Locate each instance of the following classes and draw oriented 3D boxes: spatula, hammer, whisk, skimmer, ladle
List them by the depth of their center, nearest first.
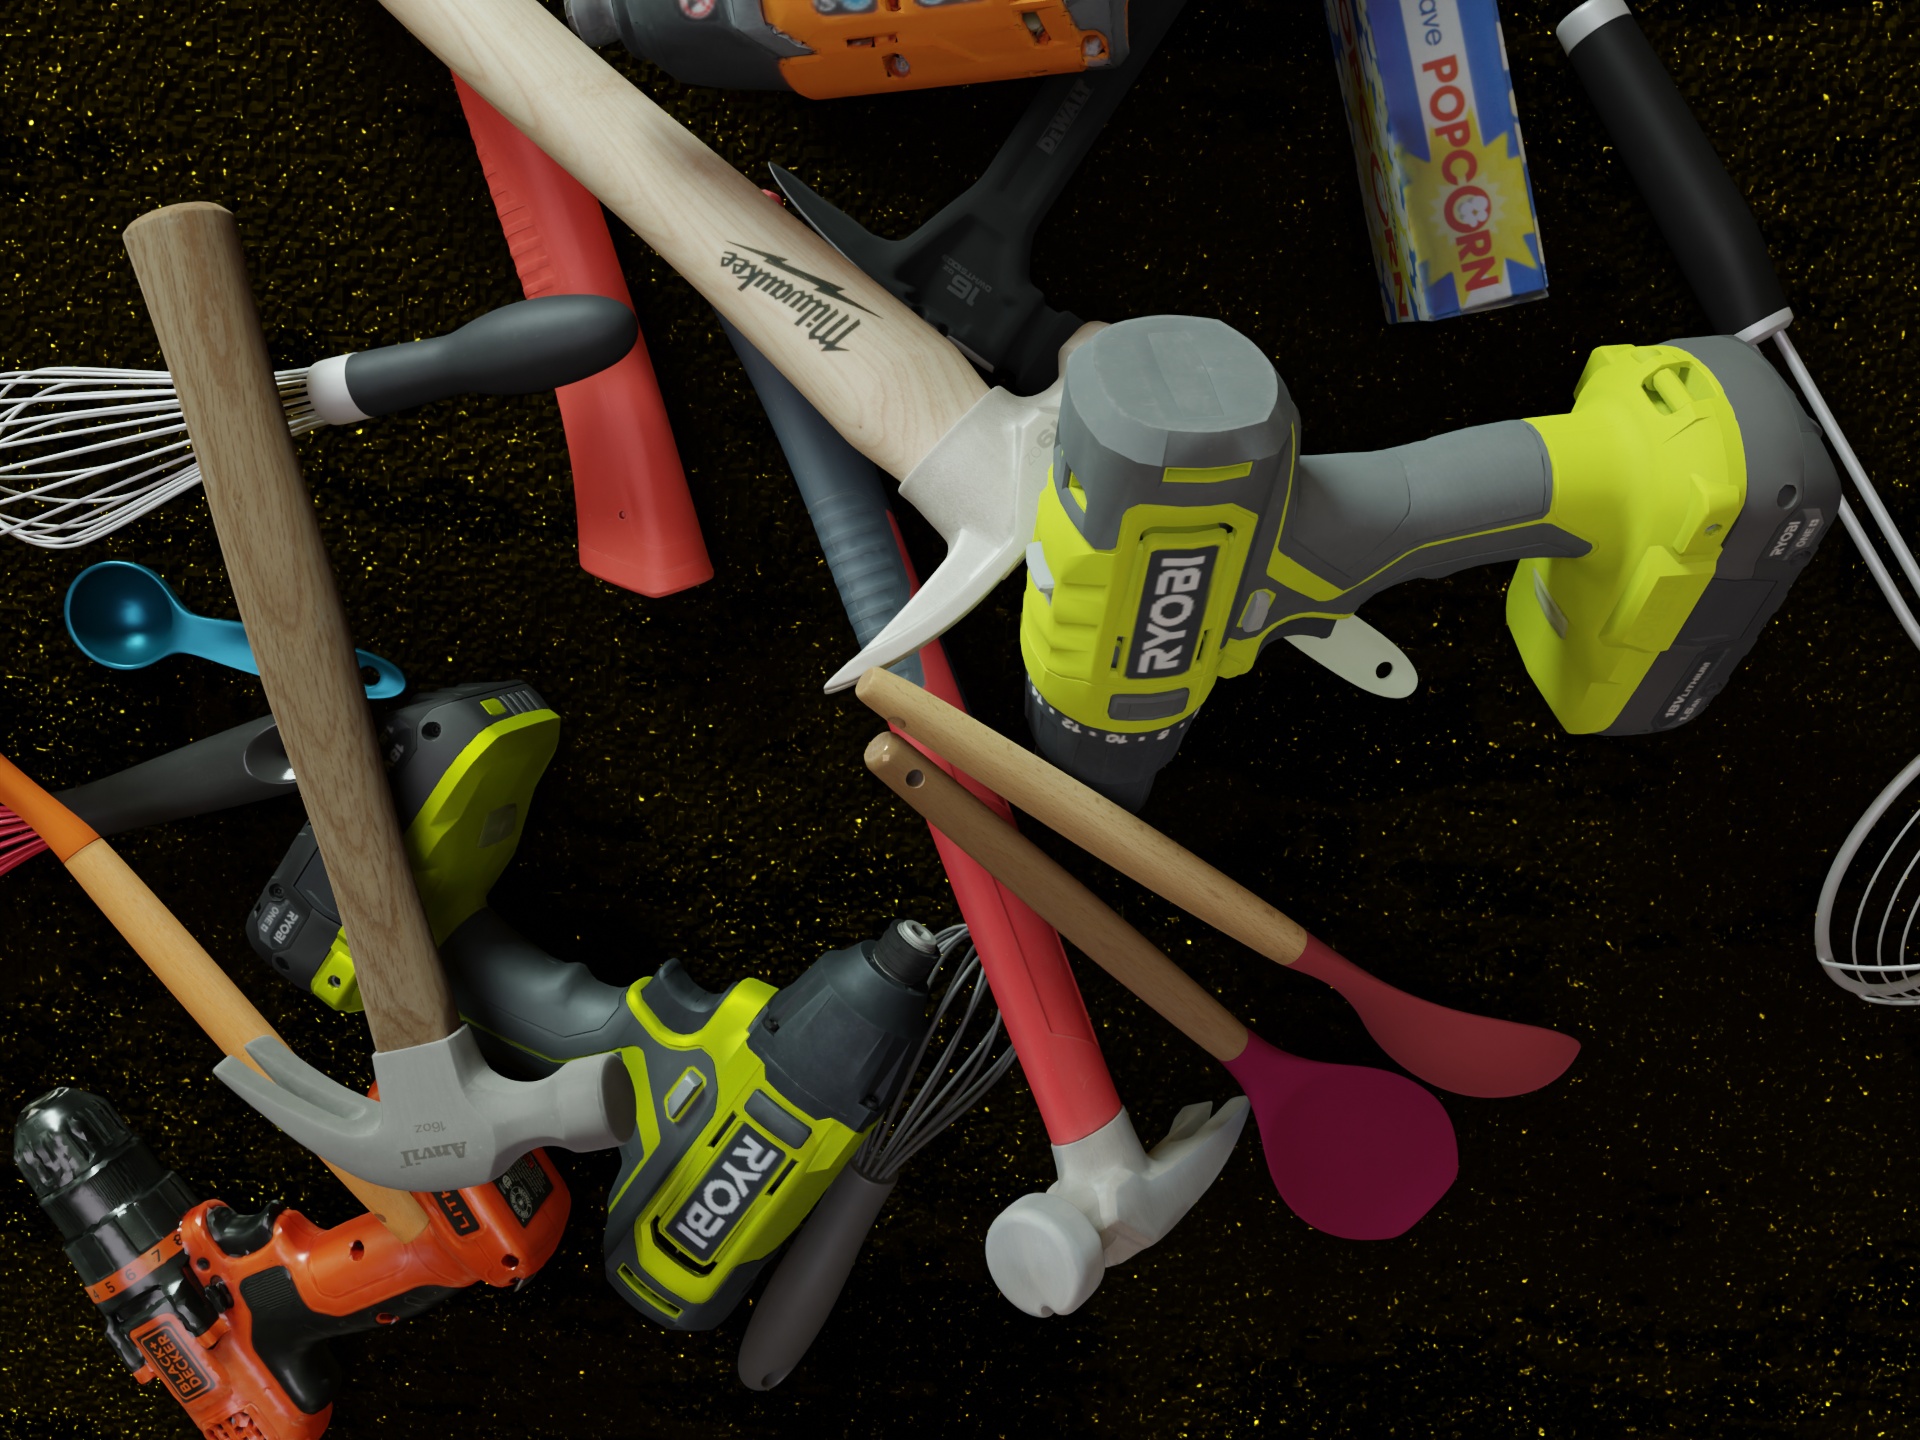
[{"bbox_3d":[-0.131,-0.190,0.501,0.410,0.038,0.146,43,85,-1],"label":"hammer"},{"bbox_3d":[0.076,-0.277,0.522,0.127,0.034,0.337,35,103,-4],"label":"hammer"},{"bbox_3d":[-0.213,-0.002,0.527,0.130,0.031,0.331,-14,96,9],"label":"hammer"},{"bbox_3d":[0.095,0.064,0.537,0.315,0.069,0.031,32,60,-23],"label":"ladle"},{"bbox_3d":[0.287,-0.072,0.550,0.127,0.090,0.363,-28,88,-8],"label":"skimmer"},{"bbox_3d":[-0.147,-0.219,0.553,0.149,0.037,0.359,-16,100,8],"label":"hammer"},{"bbox_3d":[-0.244,-0.111,0.558,0.284,0.070,0.070,-9,102,13],"label":"whisk"},{"bbox_3d":[-0.001,-0.002,0.569,0.038,0.143,0.386,-21,89,36],"label":"hammer"},{"bbox_3d":[-0.295,0.061,0.580,0.081,0.041,0.322,-29,102,40],"label":"spatula"},{"bbox_3d":[-0.372,0.045,0.622,0.296,0.073,0.073,-16,101,2],"label":"whisk"},{"bbox_3d":[-0.033,0.176,0.629,0.055,0.055,0.239,27,108,-2],"label":"whisk"}]

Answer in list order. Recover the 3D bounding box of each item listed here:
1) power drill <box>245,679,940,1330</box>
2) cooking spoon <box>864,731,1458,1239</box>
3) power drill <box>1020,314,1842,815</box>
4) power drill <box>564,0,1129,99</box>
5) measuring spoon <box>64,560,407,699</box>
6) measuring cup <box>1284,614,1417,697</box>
[{"bbox_3d":[-0.129,0.091,0.582,0.223,0.080,0.171,37,103,4],"label":"power drill"},{"bbox_3d":[0.080,0.100,0.559,0.069,0.017,0.318,-47,118,3],"label":"cooking spoon"},{"bbox_3d":[0.130,-0.039,0.506,0.228,0.080,0.190,-6,141,-10],"label":"power drill"},{"bbox_3d":[-0.042,-0.286,0.422,0.164,0.084,0.226,-3,115,9],"label":"power drill"},{"bbox_3d":[-0.278,-0.031,0.619,0.128,0.021,0.042,15,103,-8],"label":"measuring spoon"},{"bbox_3d":[0.096,-0.057,0.574,0.167,0.038,0.083,31,102,-18],"label":"measuring cup"}]
